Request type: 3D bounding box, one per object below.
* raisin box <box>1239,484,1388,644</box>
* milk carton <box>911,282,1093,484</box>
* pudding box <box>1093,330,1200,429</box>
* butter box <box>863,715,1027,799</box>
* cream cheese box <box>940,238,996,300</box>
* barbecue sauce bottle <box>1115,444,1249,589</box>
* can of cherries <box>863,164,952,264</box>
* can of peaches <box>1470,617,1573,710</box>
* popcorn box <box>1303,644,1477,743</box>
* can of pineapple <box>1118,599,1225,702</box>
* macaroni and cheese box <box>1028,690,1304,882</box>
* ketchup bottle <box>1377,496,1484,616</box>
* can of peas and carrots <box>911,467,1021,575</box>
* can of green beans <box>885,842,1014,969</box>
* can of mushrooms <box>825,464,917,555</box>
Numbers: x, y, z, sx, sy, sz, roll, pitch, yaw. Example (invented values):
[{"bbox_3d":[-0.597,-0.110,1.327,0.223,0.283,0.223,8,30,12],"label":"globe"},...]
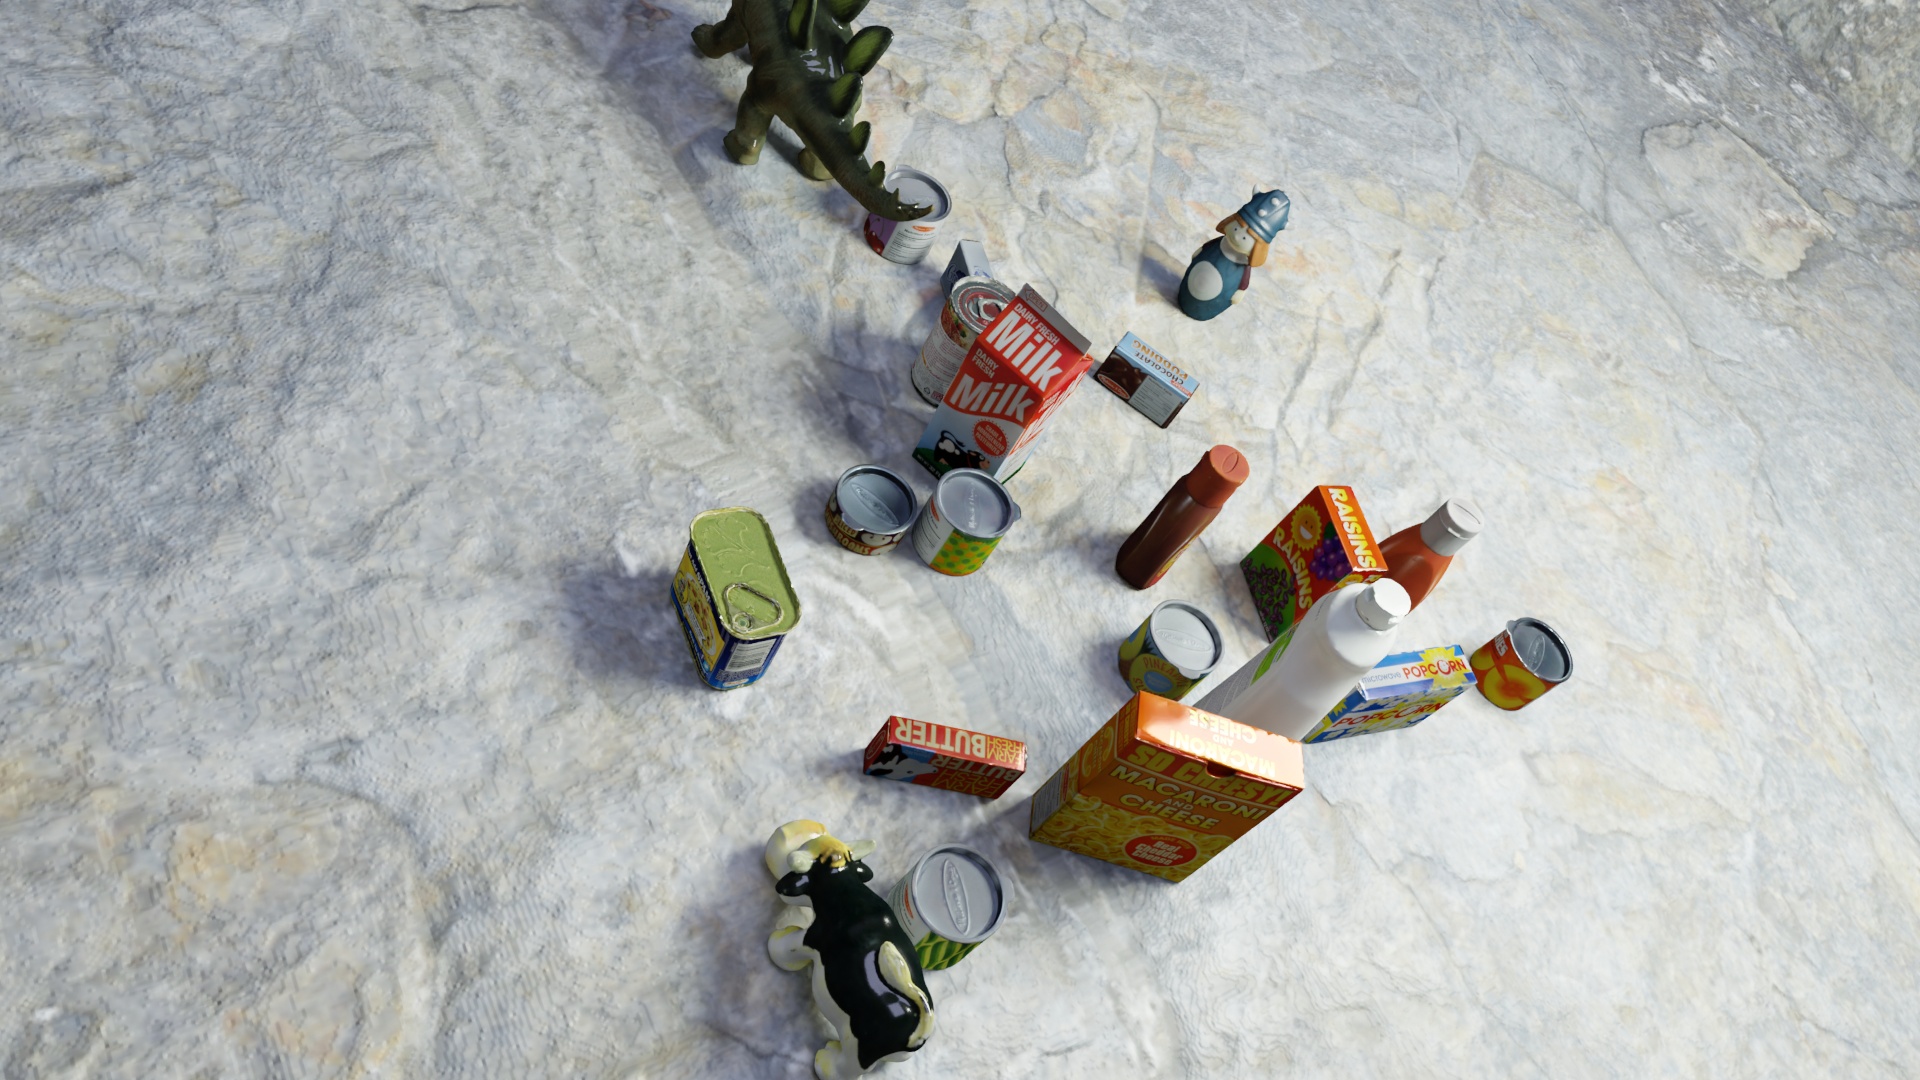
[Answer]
[{"bbox_3d":[0.294,0.022,1.162,0.040,0.122,0.086,2,56,-25],"label":"raisin box"},{"bbox_3d":[0.039,-0.116,1.095,0.072,0.189,0.074,43,50,8],"label":"milk carton"},{"bbox_3d":[0.170,-0.147,1.273,0.084,0.049,0.030,36,49,2],"label":"pudding box"},{"bbox_3d":[-0.011,0.152,0.968,0.103,0.052,0.024,14,52,-16],"label":"butter box"},{"bbox_3d":[0.012,-0.213,1.242,0.024,0.053,0.104,-1,57,-26],"label":"cream cheese box"},{"bbox_3d":[0.180,-0.021,1.121,0.044,0.147,0.065,38,49,4],"label":"barbecue sauce bottle"},{"bbox_3d":[-0.049,-0.298,1.270,0.071,0.058,0.072,13,52,-17],"label":"can of cherries"},{"bbox_3d":[0.498,0.109,1.240,0.071,0.057,0.071,13,52,-17],"label":"can of peaches"},{"bbox_3d":[0.346,0.126,1.137,0.127,0.084,0.038,-4,59,-28],"label":"popcorn box"},{"bbox_3d":[0.165,0.090,1.094,0.071,0.057,0.071,13,52,-17],"label":"can of pineapple"},{"bbox_3d":[0.137,0.173,0.949,0.124,0.165,0.040,19,51,-13],"label":"macaroni and cheese box"},{"bbox_3d":[0.387,0.018,1.193,0.065,0.148,0.044,37,49,3],"label":"ketchup bottle"},{"bbox_3d":[0.004,-0.014,1.091,0.071,0.058,0.071,13,52,-17],"label":"can of peas and carrots"},{"bbox_3d":[-0.010,0.239,0.903,0.071,0.057,0.071,13,52,-17],"label":"can of green beans"},{"bbox_3d":[-0.071,-0.023,1.078,0.071,0.033,0.071,13,52,-17],"label":"can of mushrooms"}]
